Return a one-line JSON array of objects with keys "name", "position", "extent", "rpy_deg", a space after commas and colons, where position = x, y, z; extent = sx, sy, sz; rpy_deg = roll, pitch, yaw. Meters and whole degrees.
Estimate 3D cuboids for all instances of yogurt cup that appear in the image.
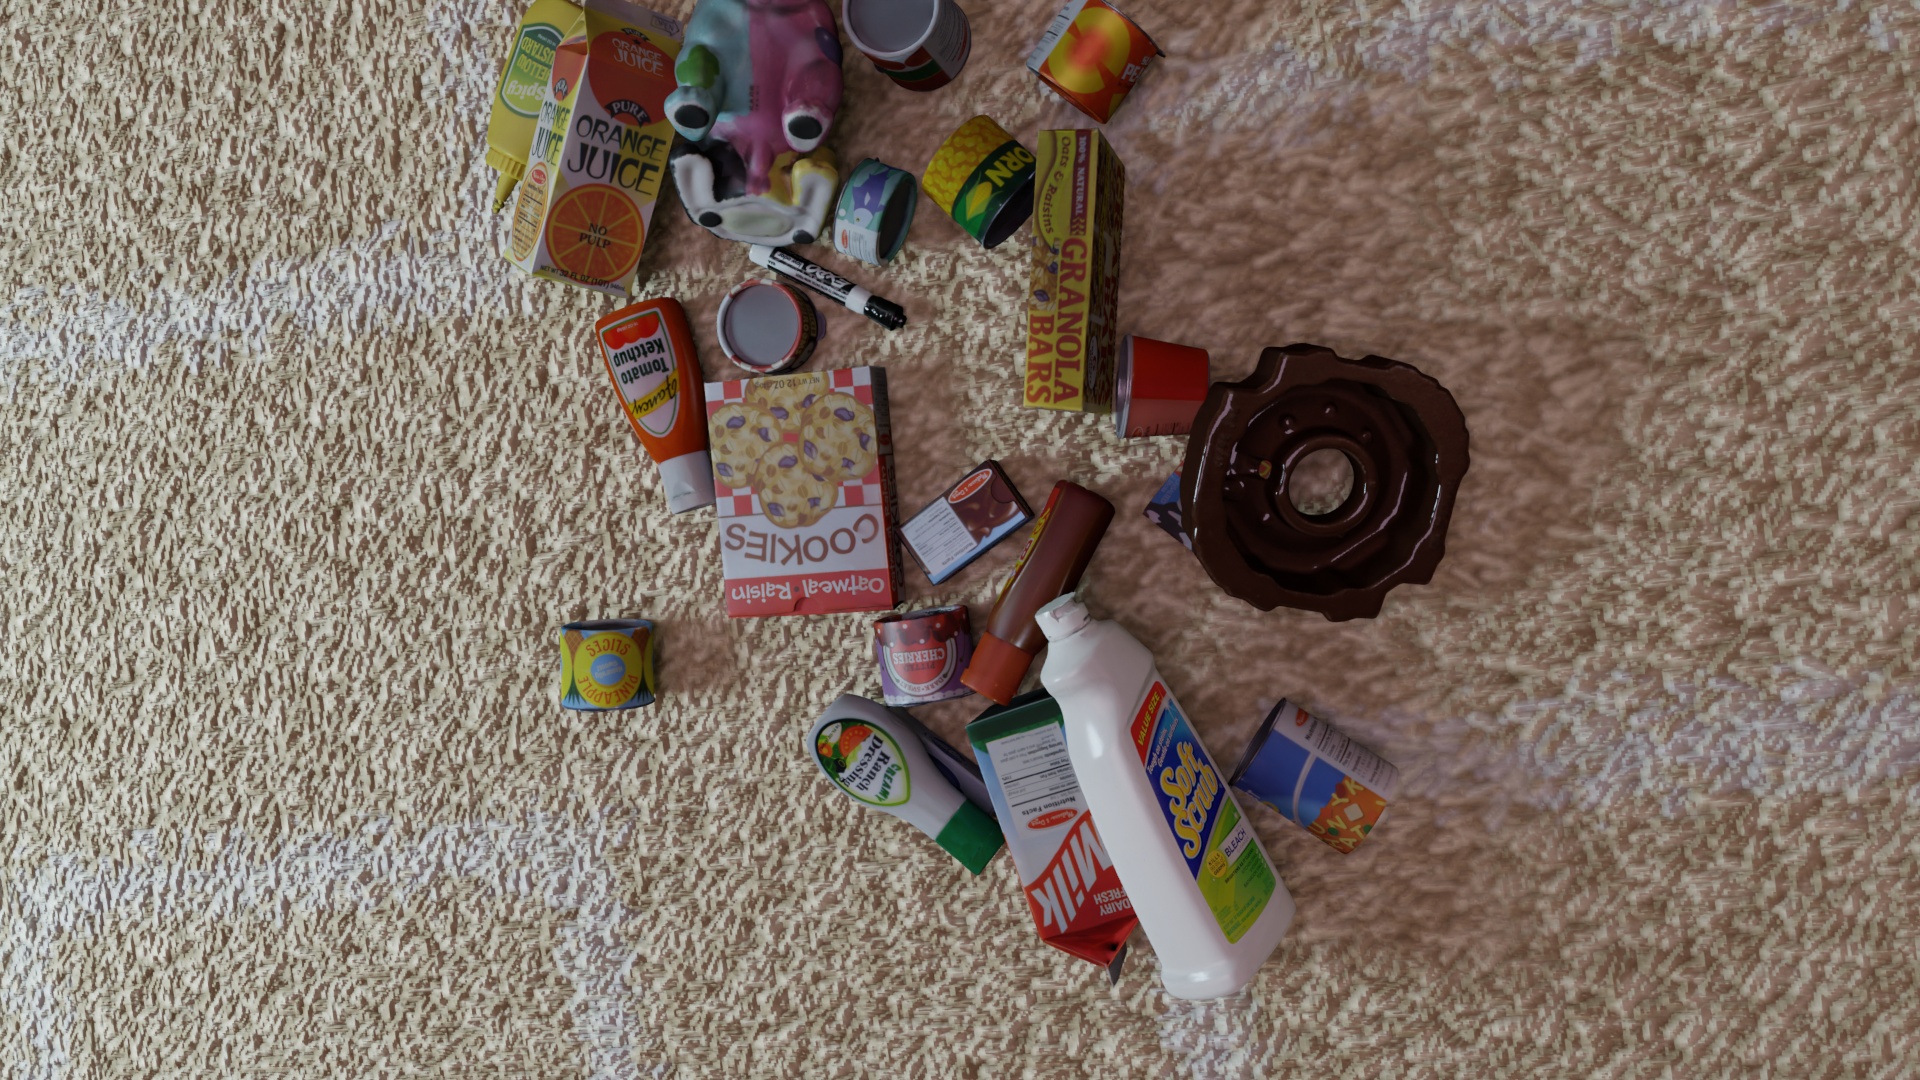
[{"name": "yogurt cup", "position": [0.130, -0.097, 0.893], "extent": [0.054, 0.072, 0.072], "rpy_deg": [4, 95, 1]}]

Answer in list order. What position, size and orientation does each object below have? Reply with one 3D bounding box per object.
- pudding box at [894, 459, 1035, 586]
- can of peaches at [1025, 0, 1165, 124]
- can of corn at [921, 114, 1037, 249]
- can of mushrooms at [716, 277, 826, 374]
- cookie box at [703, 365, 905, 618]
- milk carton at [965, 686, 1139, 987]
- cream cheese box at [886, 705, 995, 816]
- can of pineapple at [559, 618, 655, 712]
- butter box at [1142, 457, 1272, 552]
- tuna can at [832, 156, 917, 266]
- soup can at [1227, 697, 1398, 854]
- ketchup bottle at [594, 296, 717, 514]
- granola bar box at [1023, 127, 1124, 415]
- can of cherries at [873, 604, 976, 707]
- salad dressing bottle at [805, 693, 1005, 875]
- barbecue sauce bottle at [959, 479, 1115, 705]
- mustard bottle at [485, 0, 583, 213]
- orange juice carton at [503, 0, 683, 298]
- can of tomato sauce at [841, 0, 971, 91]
[{"name": "pudding box", "position": [0.003, -0.012, 0.948], "extent": [0.083, 0.030, 0.049], "rpy_deg": [-37, 84, 13]}, {"name": "can of peaches", "position": [0.086, -0.308, 0.889], "extent": [0.071, 0.071, 0.058], "rpy_deg": [39, 102, 8]}, {"name": "can of corn", "position": [0.018, -0.237, 0.909], "extent": [0.058, 0.071, 0.071], "rpy_deg": [43, 103, 8]}, {"name": "can of mushrooms", "position": [-0.132, -0.150, 0.970], "extent": [0.071, 0.033, 0.071], "rpy_deg": [1, 93, 14]}, {"name": "cookie box", "position": [-0.108, -0.033, 0.968], "extent": [0.123, 0.040, 0.167], "rpy_deg": [-4, 93, 14]}, {"name": "milk carton", "position": [0.075, 0.195, 0.923], "extent": [0.073, 0.072, 0.190], "rpy_deg": [-20, 88, 15]}, {"name": "cream cheese box", "position": [-0.023, 0.166, 0.969], "extent": [0.104, 0.024, 0.053], "rpy_deg": [37, 101, 9]}, {"name": "can of pineapple", "position": [-0.253, 0.089, 0.997], "extent": [0.071, 0.071, 0.058], "rpy_deg": [0, 94, 14]}, {"name": "butter box", "position": [0.171, -0.043, 0.908], "extent": [0.053, 0.024, 0.103], "rpy_deg": [38, 102, 8]}, {"name": "tuna can", "position": [-0.056, -0.221, 0.930], "extent": [0.033, 0.071, 0.071], "rpy_deg": [22, 99, 11]}, {"name": "soup can", "position": [0.224, 0.152, 0.887], "extent": [0.084, 0.071, 0.071], "rpy_deg": [32, 101, 9]}, {"name": "ketchup bottle", "position": [-0.208, -0.094, 0.987], "extent": [0.064, 0.043, 0.148], "rpy_deg": [-17, 90, 14]}, {"name": "granola bar box", "position": [0.073, -0.163, 0.872], "extent": [0.039, 0.124, 0.165], "rpy_deg": [4, 95, 14]}, {"name": "can of cherries", "position": [-0.023, 0.078, 0.939], "extent": [0.071, 0.071, 0.058], "rpy_deg": [-8, 92, 14]}, {"name": "salad dressing bottle", "position": [-0.035, 0.165, 0.935], "extent": [0.148, 0.044, 0.064], "rpy_deg": [37, 105, 8]}, {"name": "barbecue sauce bottle", "position": [0.050, 0.035, 0.908], "extent": [0.044, 0.065, 0.148], "rpy_deg": [27, 87, 6]}, {"name": "mustard bottle", "position": [-0.301, -0.306, 0.992], "extent": [0.065, 0.049, 0.160], "rpy_deg": [29, 100, 13]}, {"name": "orange juice carton", "position": [-0.246, -0.271, 0.951], "extent": [0.073, 0.072, 0.192], "rpy_deg": [33, 108, 51]}, {"name": "can of tomato sauce", "position": [-0.036, -0.337, 0.908], "extent": [0.071, 0.083, 0.071], "rpy_deg": [1, 94, 13]}]
